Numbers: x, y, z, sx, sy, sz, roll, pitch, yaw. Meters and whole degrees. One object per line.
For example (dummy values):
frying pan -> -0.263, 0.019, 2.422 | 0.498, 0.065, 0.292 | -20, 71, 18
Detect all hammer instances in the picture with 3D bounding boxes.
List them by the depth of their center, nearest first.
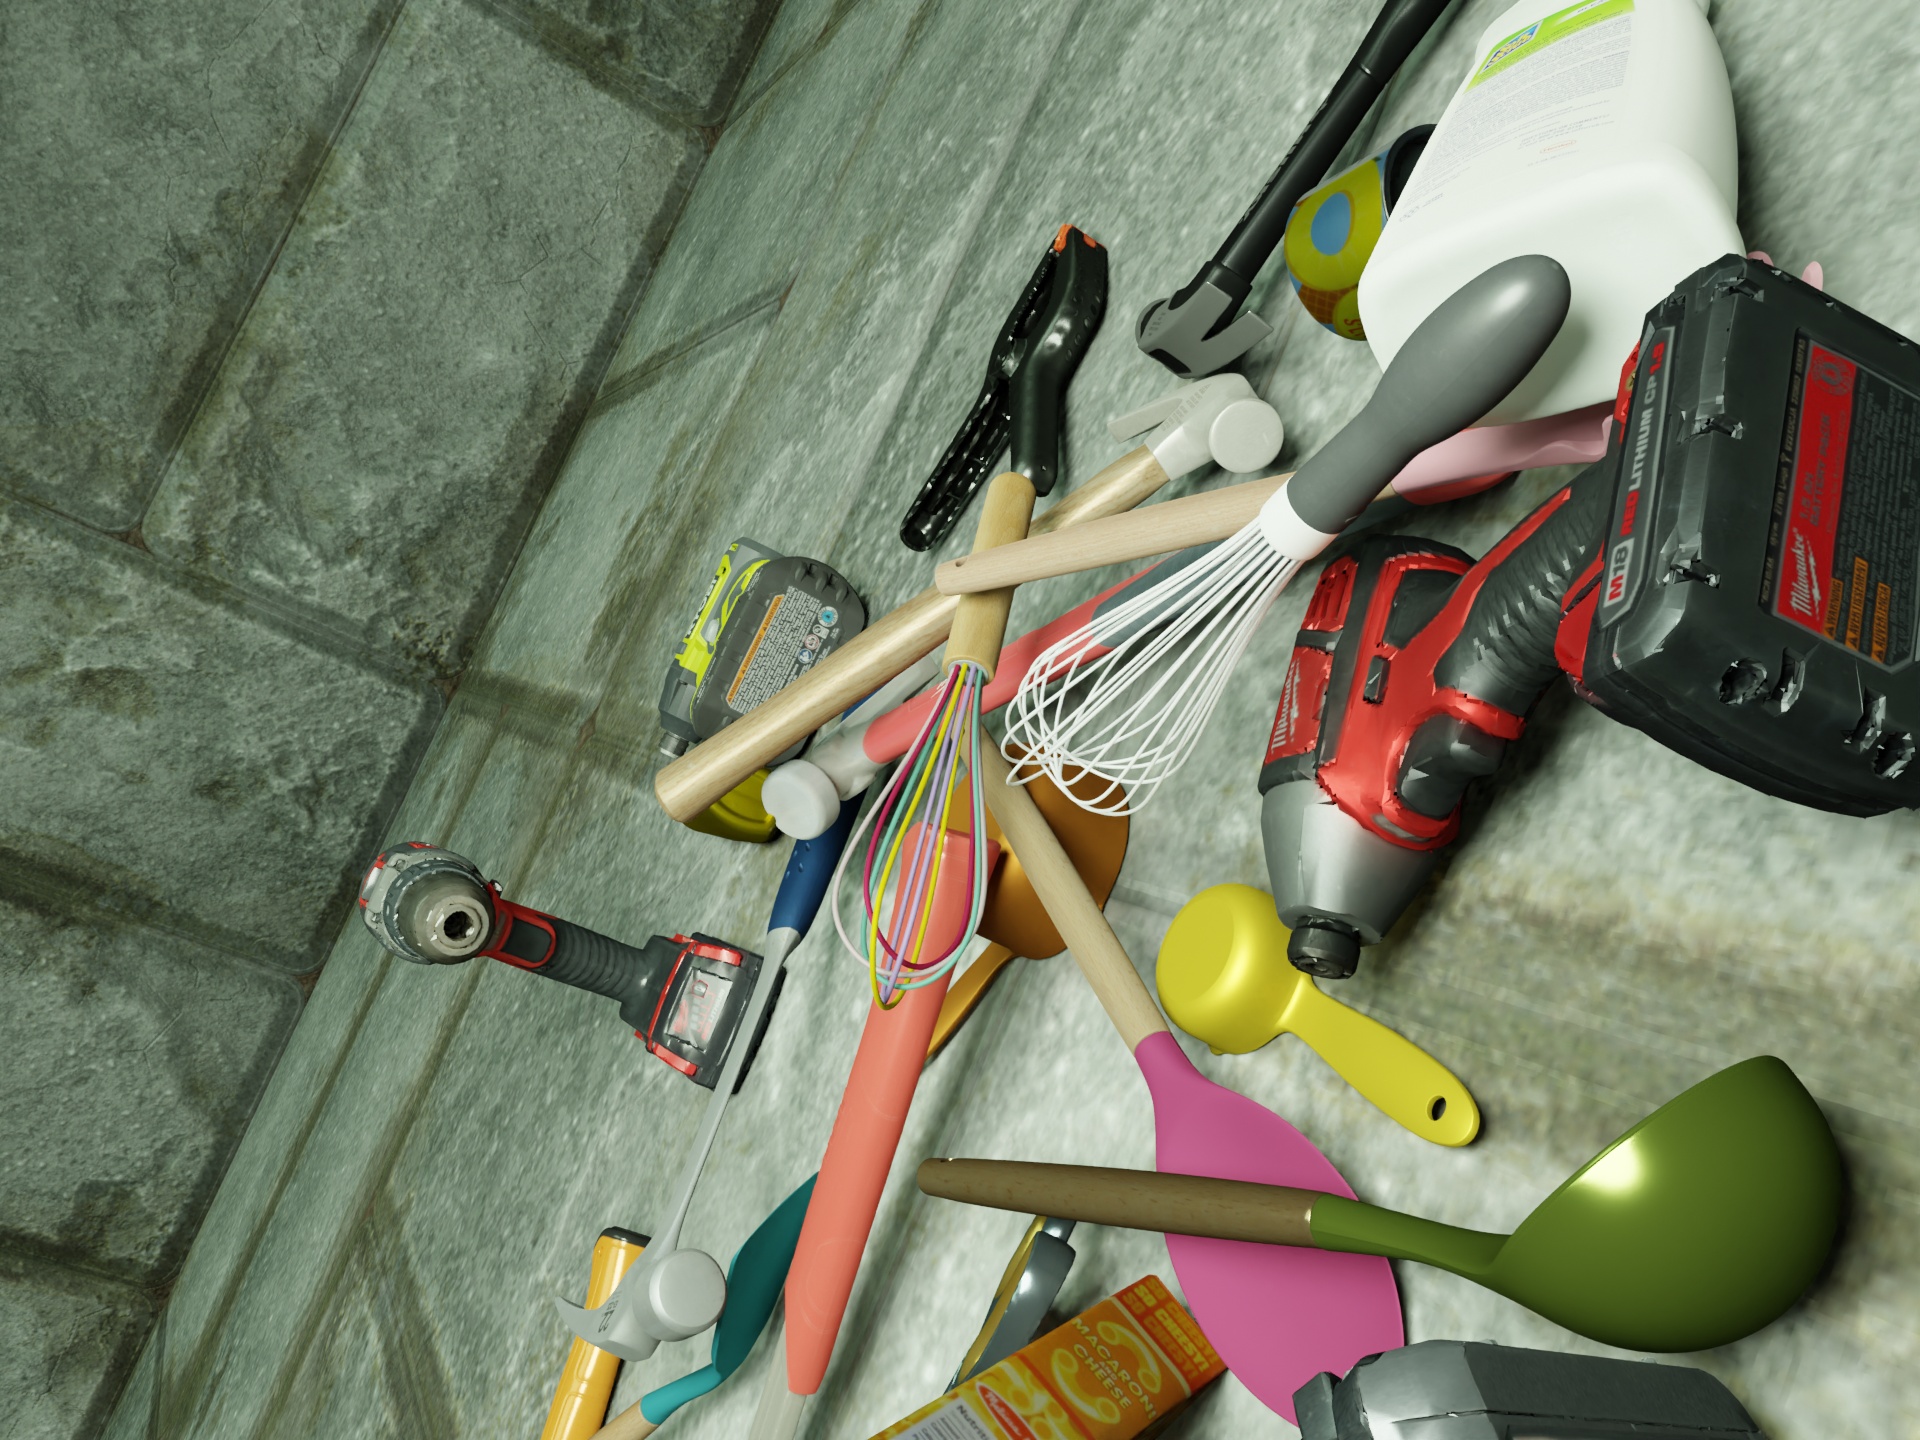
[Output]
hammer -> -0.050, 0.217, 0.630 | 0.149, 0.036, 0.359 | 24, 97, 67
hammer -> 0.067, -0.047, 0.690 | 0.386, 0.038, 0.143 | -27, 11, 44
hammer -> 0.190, -0.299, 0.703 | 0.334, 0.035, 0.146 | -55, 10, 12
hammer -> -0.005, -0.054, 0.735 | 0.331, 0.031, 0.130 | -34, 16, 11
hammer -> -0.097, 0.121, 0.805 | 0.144, 0.035, 0.406 | -41, 23, 47
hammer -> -0.223, 0.435, 0.824 | 0.127, 0.034, 0.337 | -23, 46, 57

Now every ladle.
ladle -> 0.081, 0.126, 0.446 | 0.320, 0.078, 0.062 | -16, 79, 53

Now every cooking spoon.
cooking spoon -> 0.056, 0.093, 0.550 | 0.068, 0.017, 0.319 | -55, 39, 21

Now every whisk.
whisk -> 0.091, -0.047, 0.508 | 0.284, 0.070, 0.070 | 131, 154, -51
whisk -> -0.001, -0.003, 0.613 | 0.051, 0.047, 0.245 | -17, 47, 39

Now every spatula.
spatula -> -0.168, 0.333, 0.761 | 0.317, 0.044, 0.082 | -45, -8, 21

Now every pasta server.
pasta server -> 0.117, -0.083, 0.535 | 0.316, 0.040, 0.060 | -10, 39, 35

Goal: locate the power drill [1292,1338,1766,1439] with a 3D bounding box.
power drill -> 0.045, 0.212, 0.328 | 0.226, 0.185, 0.084 | -46, 41, 29

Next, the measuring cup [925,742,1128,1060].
measuring cup -> 0.002, 0.086, 0.696 | 0.173, 0.052, 0.095 | -54, 26, 16

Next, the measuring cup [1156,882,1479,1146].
measuring cup -> 0.107, 0.093, 0.503 | 0.062, 0.029, 0.157 | -63, 21, 2

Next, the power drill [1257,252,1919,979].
power drill -> 0.152, -0.010, 0.428 | 0.219, 0.078, 0.143 | 137, 155, -66

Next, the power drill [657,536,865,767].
power drill -> -0.152, -0.042, 1.116 | 0.171, 0.080, 0.223 | -64, 20, -3

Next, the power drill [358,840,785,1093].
power drill -> -0.215, 0.131, 0.875 | 0.188, 0.226, 0.080 | -1, 65, 64
